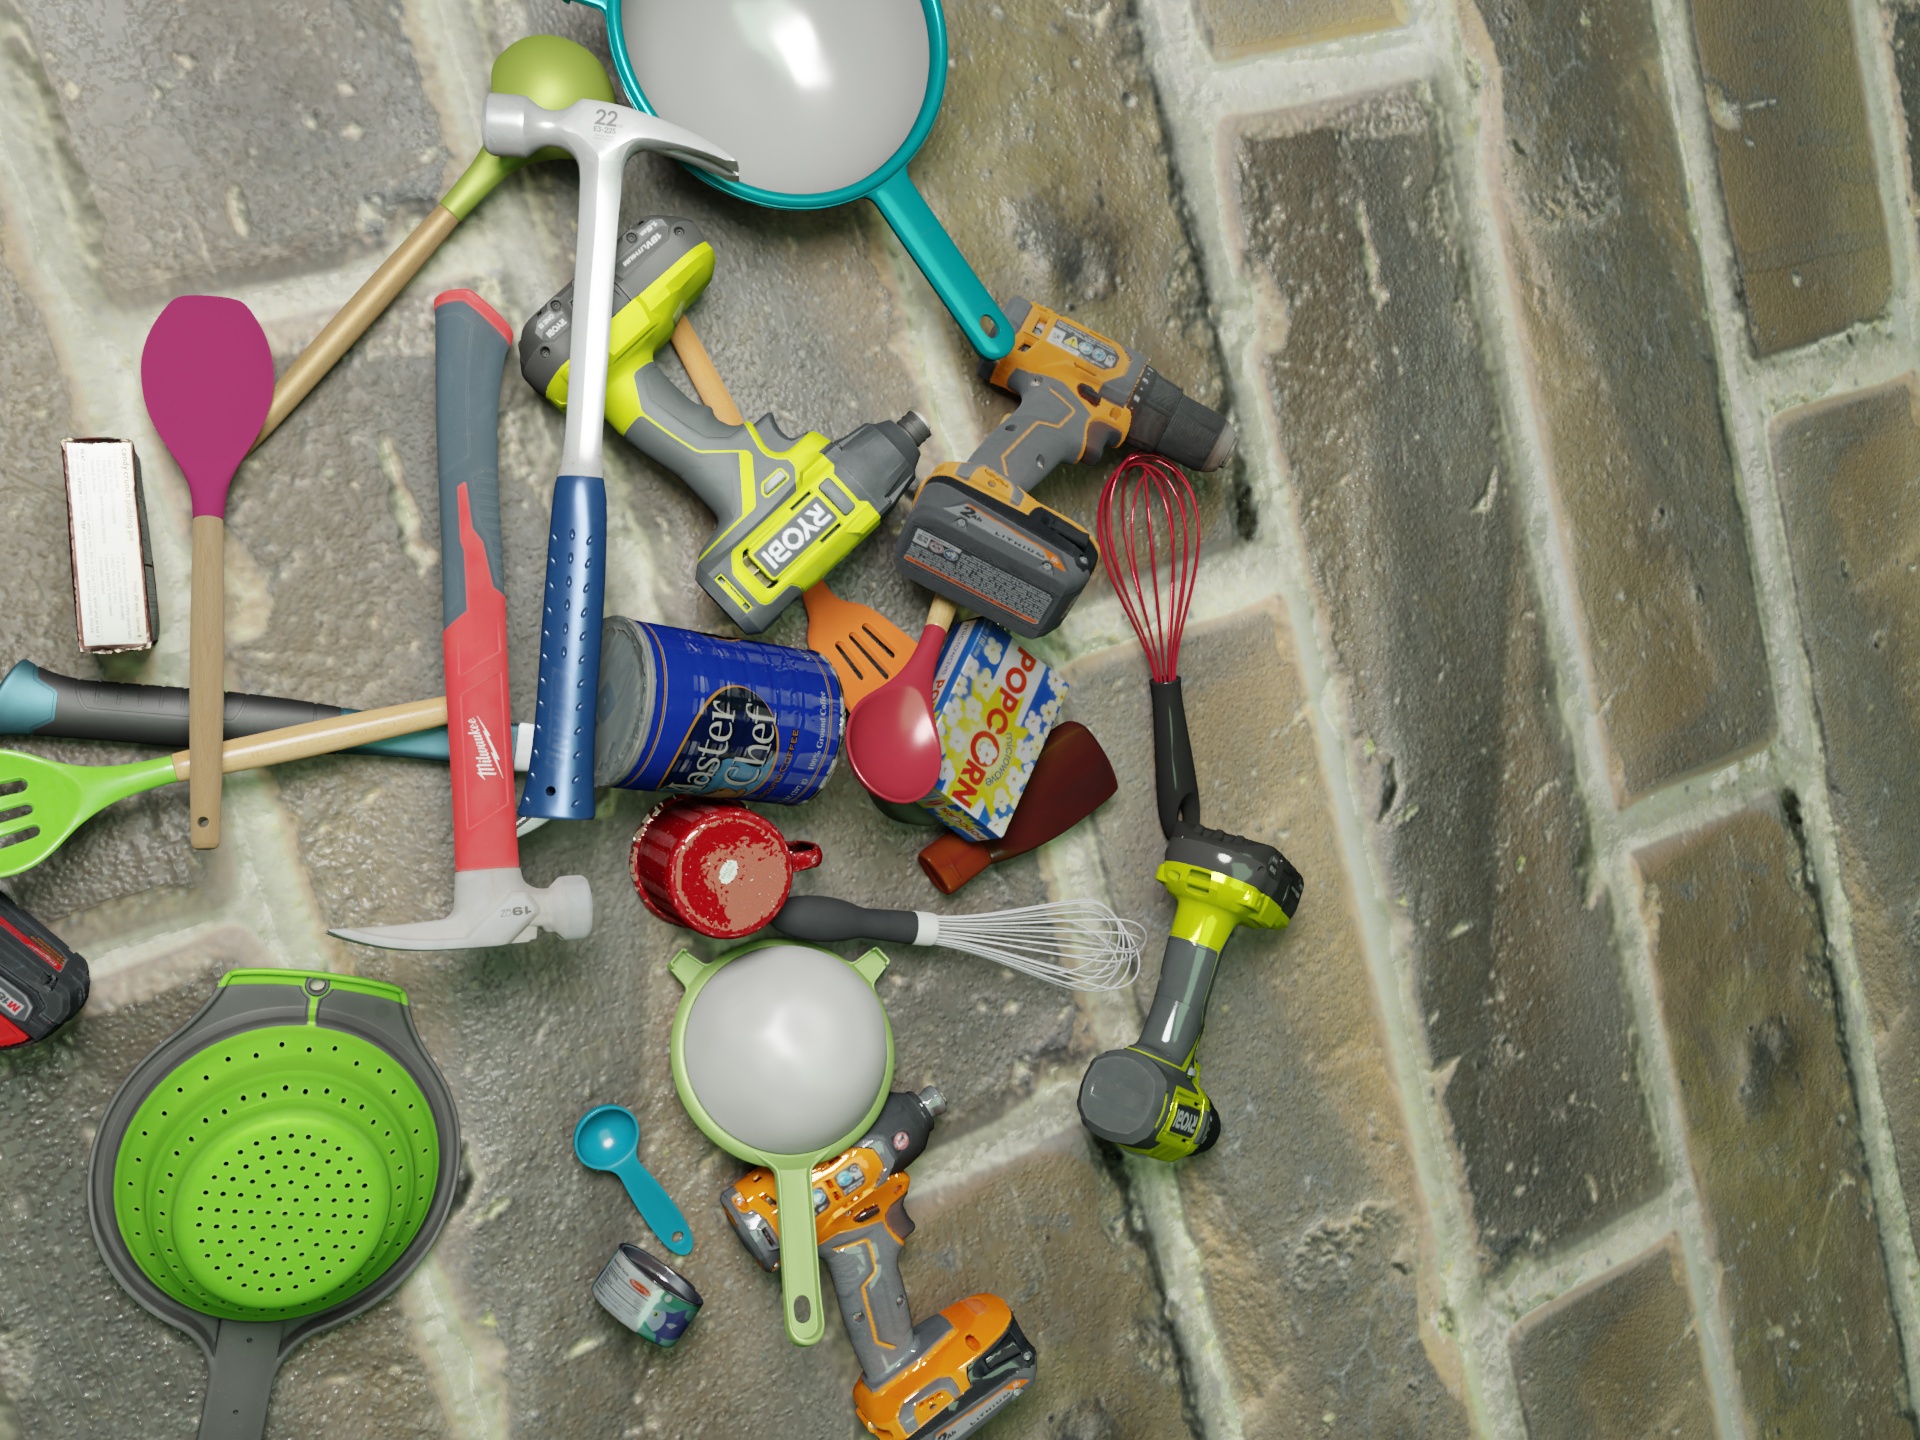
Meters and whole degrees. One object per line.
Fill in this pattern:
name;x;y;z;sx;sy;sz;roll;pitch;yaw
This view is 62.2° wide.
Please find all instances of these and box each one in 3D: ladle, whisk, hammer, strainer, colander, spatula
ladle;-0.322;-0.280;0.946;0.078;0.062;0.320;41;83;-19
whisk;0.004;0.145;1.087;0.284;0.070;0.070;9;89;-25
hammer;-0.379;0.003;0.933;0.330;0.033;0.128;6;89;-24
hammer;-0.297;-0.062;0.920;0.143;0.038;0.386;-2;81;-25
strainer;-0.084;-0.366;1.008;0.211;0.095;0.340;-42;107;-15
colander;-0.401;0.347;0.906;0.204;0.094;0.397;11;88;-24
spatula;-0.119;-0.147;1.036;0.081;0.041;0.322;-37;105;-34
whisk;0.145;-0.048;1.152;0.073;0.073;0.295;-14;105;-23
ladle;-0.009;-0.081;1.044;0.069;0.031;0.316;30;60;-21
hammer;-0.208;-0.147;0.897;0.144;0.035;0.405;3;88;-5
strainer;-0.099;0.252;0.994;0.151;0.069;0.257;3;64;-22

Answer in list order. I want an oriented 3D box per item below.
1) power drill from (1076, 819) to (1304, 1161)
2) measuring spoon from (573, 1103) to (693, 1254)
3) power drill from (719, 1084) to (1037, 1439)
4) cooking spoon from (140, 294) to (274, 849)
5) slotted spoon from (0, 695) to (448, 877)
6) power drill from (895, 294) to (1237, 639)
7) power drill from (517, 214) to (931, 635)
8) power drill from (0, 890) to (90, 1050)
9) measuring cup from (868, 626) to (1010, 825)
power drill;0.170;0.203;1.138;0.190;0.080;0.228;38;70;-58
measuring spoon;-0.211;0.299;1.035;0.042;0.021;0.128;-36;115;-19
power drill;-0.040;0.367;1.077;0.164;0.084;0.226;-32;101;-19
cooking spoon;-0.418;-0.087;0.883;0.068;0.017;0.319;-1;78;-20
slotted spoon;-0.410;0.023;0.887;0.313;0.031;0.070;-15;82;-25
power drill;0.074;-0.163;1.047;0.185;0.084;0.226;27;58;-3
power drill;-0.141;-0.187;0.970;0.171;0.080;0.223;-44;96;-5
power drill;-0.571;0.203;0.836;0.227;0.080;0.187;-46;109;-12
measuring cup;-0.002;-0.003;1.095;0.083;0.038;0.167;33;82;-22
